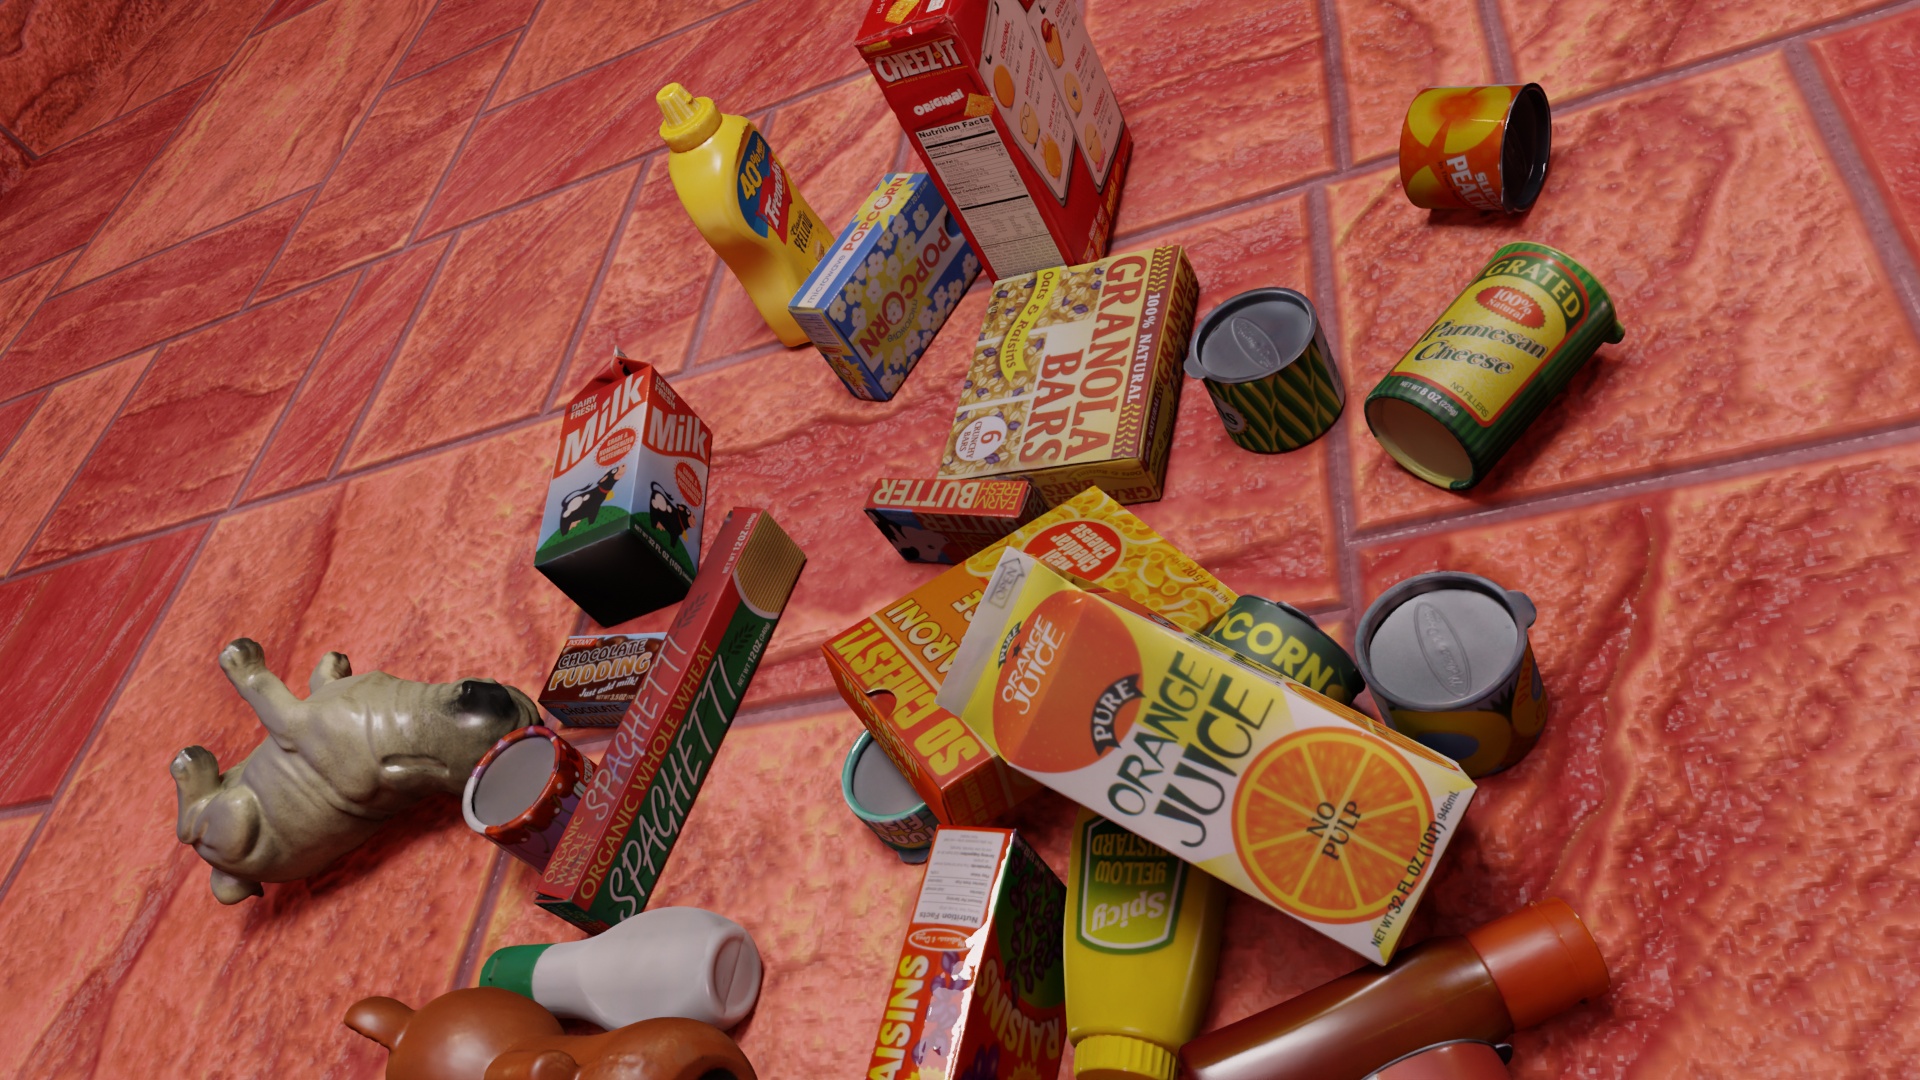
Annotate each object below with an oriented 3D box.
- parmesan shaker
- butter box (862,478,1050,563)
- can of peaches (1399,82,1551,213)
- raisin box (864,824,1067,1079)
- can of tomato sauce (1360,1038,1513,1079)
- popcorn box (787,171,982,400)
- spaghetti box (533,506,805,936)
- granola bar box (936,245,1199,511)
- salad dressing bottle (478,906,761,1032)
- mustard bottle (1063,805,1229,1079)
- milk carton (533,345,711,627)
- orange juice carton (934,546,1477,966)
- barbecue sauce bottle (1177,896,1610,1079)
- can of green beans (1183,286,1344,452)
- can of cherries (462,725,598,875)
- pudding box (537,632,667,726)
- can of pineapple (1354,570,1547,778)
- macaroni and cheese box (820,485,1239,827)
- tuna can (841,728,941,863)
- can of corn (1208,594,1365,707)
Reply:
[{"bbox_3d":[0.250,-0.080,0.651,0.103,0.071,0.071,-46,43,-11],"label":"parmesan shaker"},{"bbox_3d":[0.003,-0.009,0.757,0.103,0.053,0.024,3,57,35],"label":"butter box"},{"bbox_3d":[0.277,-0.210,0.749,0.058,0.071,0.071,14,62,40],"label":"can of peaches"},{"bbox_3d":[0.007,0.188,0.553,0.040,0.085,0.124,-4,51,29],"label":"raisin box"},{"bbox_3d":[0.166,0.214,0.443,0.071,0.071,0.083,-31,43,6],"label":"can of tomato sauce"},{"bbox_3d":[-0.047,-0.166,0.905,0.038,0.085,0.127,12,61,41],"label":"popcorn box"},{"bbox_3d":[-0.154,0.094,0.768,0.028,0.050,0.251,-1,53,34],"label":"spaghetti box"},{"bbox_3d":[0.064,-0.092,0.802,0.124,0.039,0.166,-6,50,28],"label":"granola bar box"},{"bbox_3d":[-0.169,0.213,0.678,0.147,0.044,0.064,-11,49,27],"label":"salad dressing bottle"},{"bbox_3d":[0.072,0.168,0.556,0.065,0.048,0.161,-6,50,23],"label":"mustard bottle"},{"bbox_3d":[-0.217,-0.045,0.917,0.073,0.072,0.191,-21,44,17],"label":"milk carton"},{"bbox_3d":[0.087,0.075,0.528,0.193,0.073,0.071,27,94,13],"label":"orange juice carton"},{"bbox_3d":[0.153,0.172,0.494,0.148,0.064,0.044,-24,68,1],"label":"barbecue sauce bottle"},{"bbox_3d":[0.160,-0.088,0.721,0.071,0.057,0.071,-18,46,19],"label":"can of green beans"},{"bbox_3d":[-0.228,0.142,0.767,0.071,0.058,0.072,-18,45,20],"label":"can of cherries"},{"bbox_3d":[-0.204,0.083,0.826,0.083,0.030,0.050,-3,51,30],"label":"pudding box"},{"bbox_3d":[0.202,0.055,0.566,0.071,0.057,0.071,-18,46,19],"label":"can of pineapple"},{"bbox_3d":[0.034,0.051,0.662,0.167,0.040,0.124,-29,40,-16],"label":"macaroni and cheese box"},{"bbox_3d":[-0.023,0.117,0.675,0.071,0.032,0.071,-18,45,19],"label":"tuna can"},{"bbox_3d":[0.129,0.065,0.596,0.071,0.071,0.058,27,72,45],"label":"can of corn"}]
